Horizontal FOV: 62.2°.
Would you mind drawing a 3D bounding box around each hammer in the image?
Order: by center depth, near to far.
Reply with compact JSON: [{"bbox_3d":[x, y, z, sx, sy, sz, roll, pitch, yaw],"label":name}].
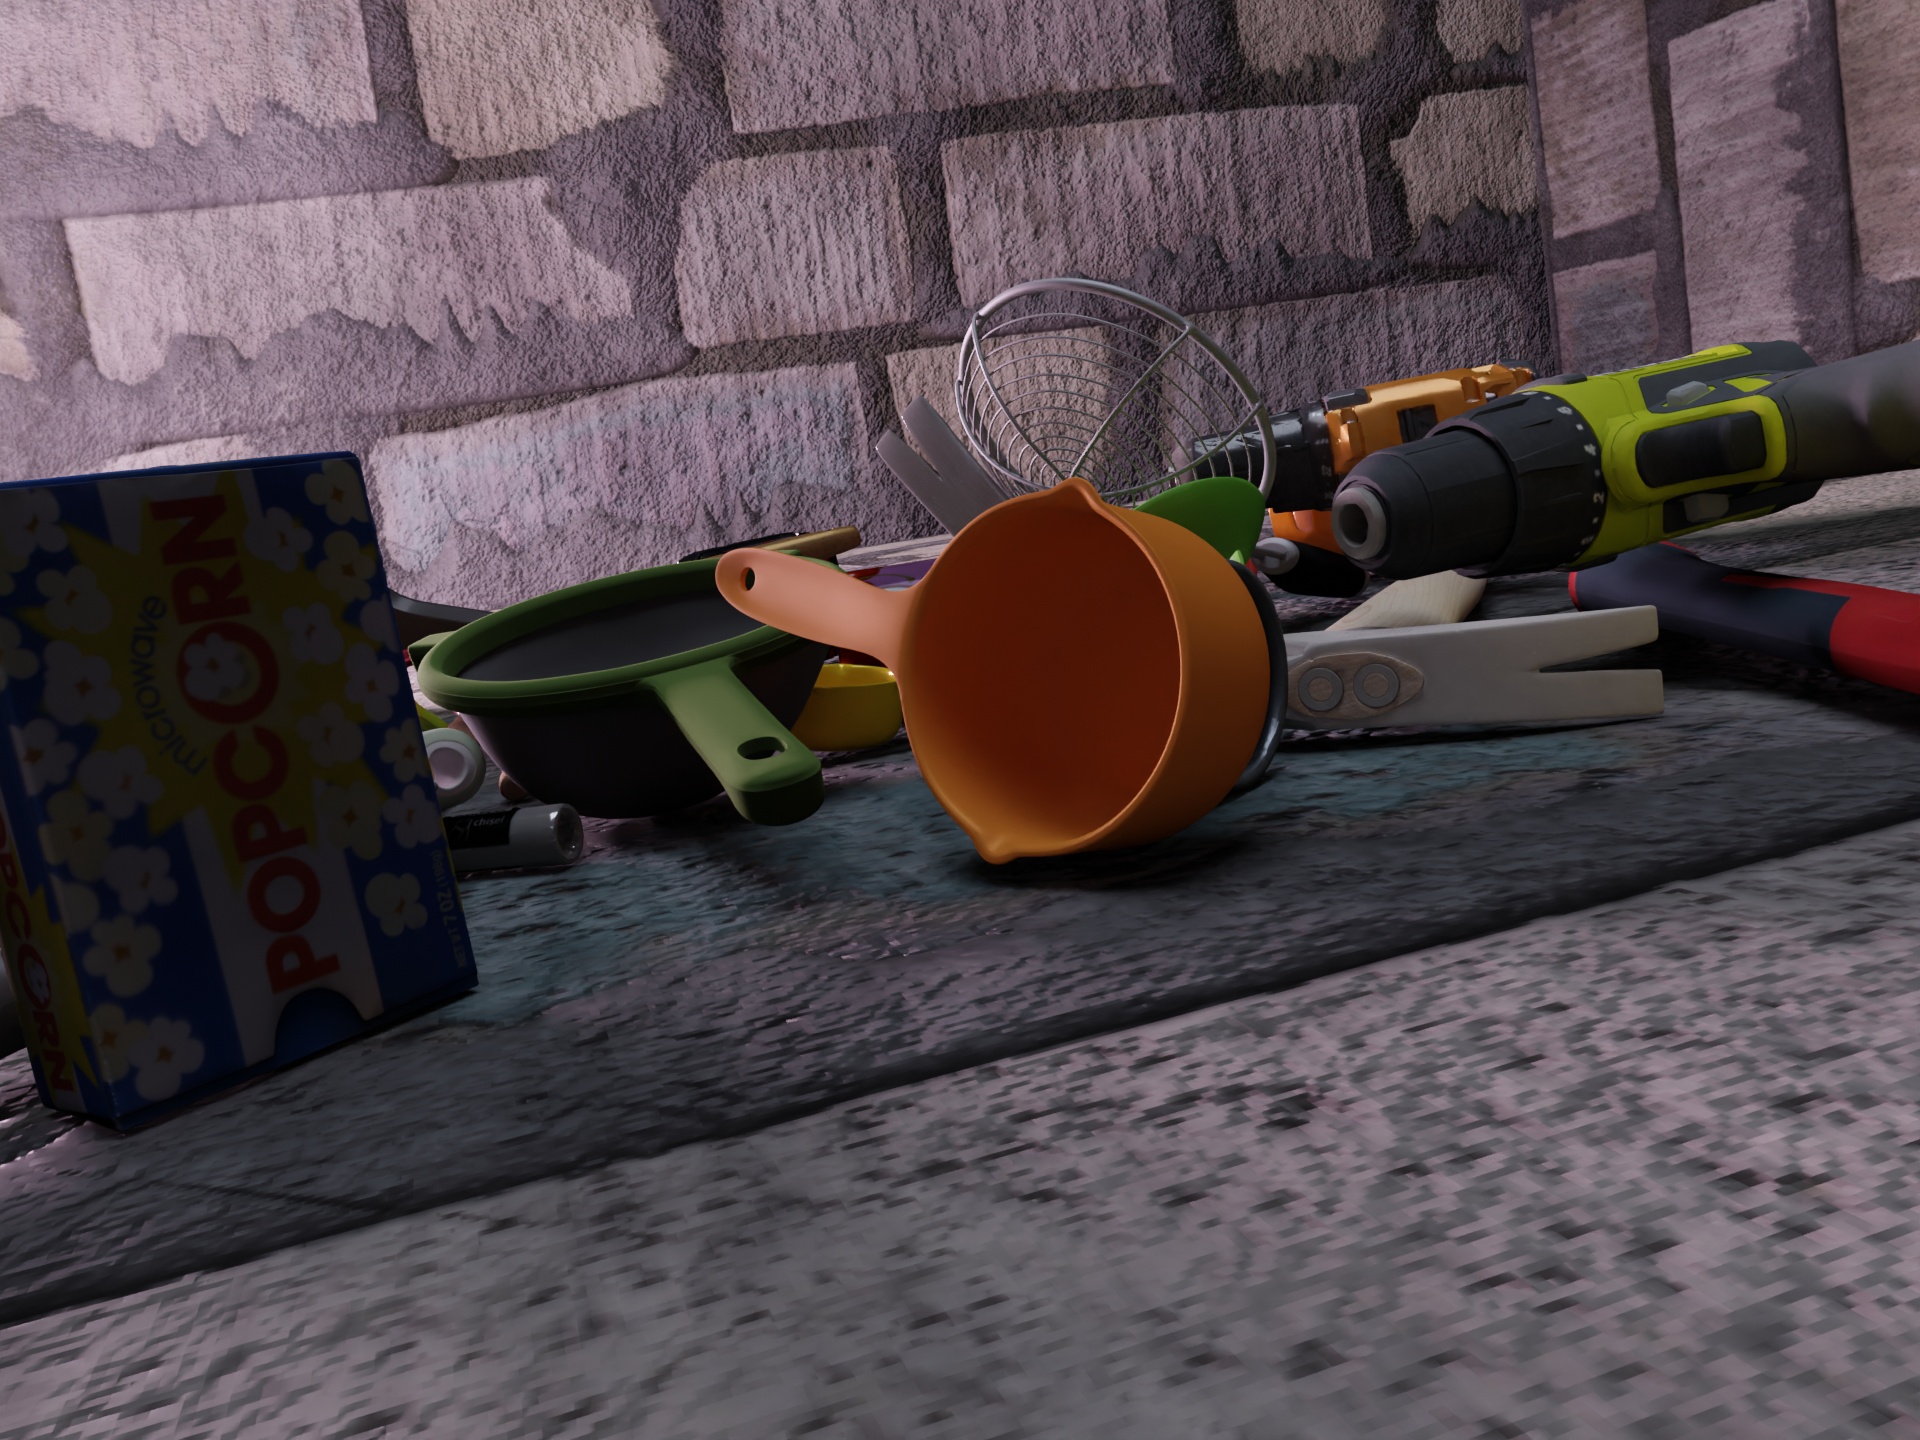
[{"bbox_3d":[0.235,-0.021,0.436,0.143,0.038,0.386,-10,9,2],"label":"hammer"},{"bbox_3d":[0.203,-0.050,0.657,0.146,0.038,0.410,-4,10,22],"label":"hammer"},{"bbox_3d":[0.085,-0.088,0.802,0.036,0.149,0.359,-46,-11,20],"label":"hammer"}]

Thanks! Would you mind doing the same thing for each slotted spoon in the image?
[{"bbox_3d":[0.099,-0.049,0.627,0.070,0.031,0.313,-35,-9,12],"label":"slotted spoon"}]

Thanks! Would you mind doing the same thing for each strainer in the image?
[{"bbox_3d":[-0.086,0.007,0.512,0.151,0.069,0.257,-16,21,-18],"label":"strainer"}]

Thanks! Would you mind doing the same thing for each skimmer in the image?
[{"bbox_3d":[0.123,-0.107,0.705,0.127,0.090,0.363,11,5,31],"label":"skimmer"}]

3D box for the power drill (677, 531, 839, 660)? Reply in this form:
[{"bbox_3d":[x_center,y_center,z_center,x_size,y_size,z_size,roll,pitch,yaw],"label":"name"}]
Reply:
[{"bbox_3d":[-0.029,-0.064,0.858,0.220,0.078,0.143,-1,13,27],"label":"power drill"}]

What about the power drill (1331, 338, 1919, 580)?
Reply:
[{"bbox_3d":[0.238,-0.082,0.454,0.190,0.080,0.228,-15,7,-24],"label":"power drill"}]

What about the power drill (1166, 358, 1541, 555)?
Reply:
[{"bbox_3d":[0.210,-0.131,0.875,0.185,0.084,0.226,-10,-5,9],"label":"power drill"}]

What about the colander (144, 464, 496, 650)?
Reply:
[{"bbox_3d":[-0.390,-0.040,0.986,0.397,0.204,0.095,9,48,13],"label":"colander"}]

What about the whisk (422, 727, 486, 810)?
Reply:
[{"bbox_3d":[-0.235,0.042,0.418,0.059,0.058,0.246,-12,6,45],"label":"whisk"}]

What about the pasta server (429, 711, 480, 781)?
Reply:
[{"bbox_3d":[-0.239,-0.002,0.763,0.060,0.040,0.316,-10,11,-9],"label":"pasta server"}]

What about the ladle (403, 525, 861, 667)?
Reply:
[{"bbox_3d":[-0.194,-0.049,0.751,0.315,0.031,0.069,-17,17,-19],"label":"ladle"}]

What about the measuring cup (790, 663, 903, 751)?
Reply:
[{"bbox_3d":[-0.001,-0.002,0.621,0.156,0.029,0.062,3,10,2],"label":"measuring cup"}]

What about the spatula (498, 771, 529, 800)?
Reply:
[{"bbox_3d":[-0.188,0.001,0.772,0.082,0.044,0.318,-10,14,-4],"label":"spatula"}]

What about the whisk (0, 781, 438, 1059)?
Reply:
[{"bbox_3d":[-0.205,0.058,0.348,0.055,0.055,0.239,-4,15,28],"label":"whisk"}]

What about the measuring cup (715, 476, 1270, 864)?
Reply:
[{"bbox_3d":[0.004,-0.021,0.427,0.174,0.095,0.052,20,12,42],"label":"measuring cup"}]
